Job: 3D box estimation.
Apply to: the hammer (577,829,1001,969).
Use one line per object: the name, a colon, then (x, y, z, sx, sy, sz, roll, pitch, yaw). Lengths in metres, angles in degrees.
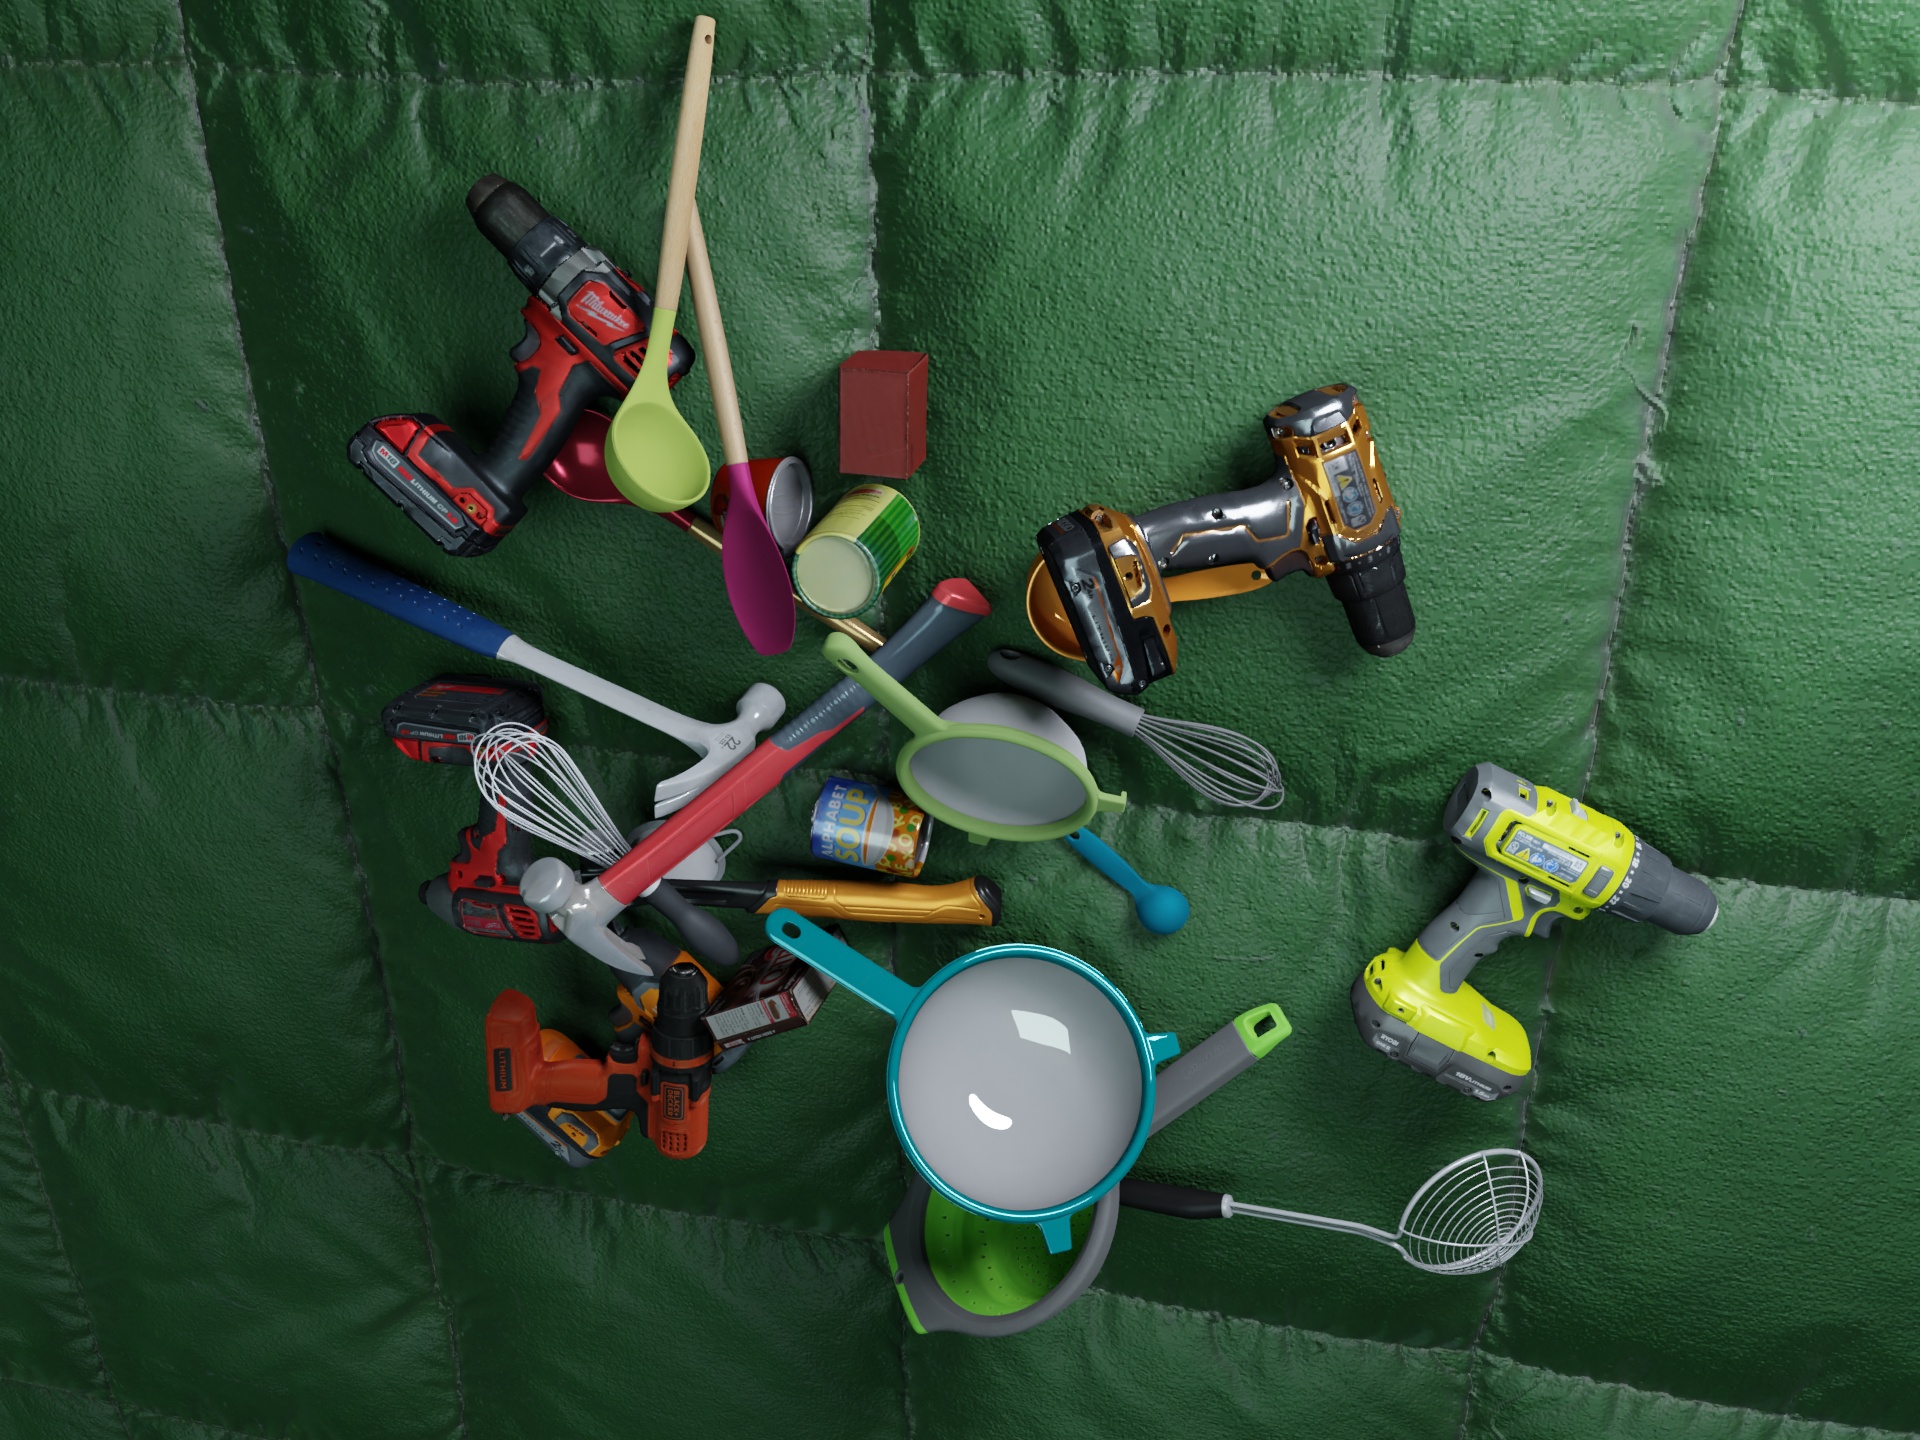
hammer: (-0.135, 0.149, 1.282, 0.337, 0.034, 0.127, 2, 126, 3)

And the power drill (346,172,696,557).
power drill: (-0.324, -0.247, 1.115, 0.226, 0.080, 0.188, -44, 99, 6)

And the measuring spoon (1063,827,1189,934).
measuring spoon: (0.124, 0.124, 1.236, 0.128, 0.021, 0.042, 40, 119, -8)

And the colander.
colander: (0.121, 0.369, 1.314, 0.397, 0.205, 0.094, -38, 133, 12)

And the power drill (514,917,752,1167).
power drill: (-0.305, 0.279, 1.402, 0.226, 0.084, 0.164, -40, 100, 24)

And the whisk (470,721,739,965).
whisk: (-0.263, 0.102, 1.208, 0.070, 0.070, 0.284, -25, 125, 25)

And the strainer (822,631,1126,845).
strainer: (-0.002, -0.004, 1.149, 0.151, 0.069, 0.256, -17, 135, 39)

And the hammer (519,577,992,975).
hammer: (-0.129, 0.037, 1.164, 0.386, 0.038, 0.143, -39, 140, -1)

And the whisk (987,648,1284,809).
whisk: (0.127, 0.004, 1.162, 0.239, 0.055, 0.055, 25, 120, 8)

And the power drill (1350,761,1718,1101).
power drill: (0.406, 0.160, 1.147, 0.190, 0.080, 0.228, 26, 117, 2)

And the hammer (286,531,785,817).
hammer: (-0.346, -0.050, 1.232, 0.405, 0.144, 0.035, 24, 134, 10)

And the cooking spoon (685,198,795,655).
cooking spoon: (-0.158, -0.202, 1.098, 0.069, 0.017, 0.319, -7, 96, 45)

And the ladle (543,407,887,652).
ladle: (-0.178, -0.133, 1.189, 0.315, 0.031, 0.069, 33, 111, -5)

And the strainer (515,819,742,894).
strainer: (-0.301, 0.134, 1.351, 0.258, 0.050, 0.086, -12, 126, 24)

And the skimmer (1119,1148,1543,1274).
skimmer: (0.288, 0.389, 1.320, 0.363, 0.090, 0.127, 1, 128, 26)

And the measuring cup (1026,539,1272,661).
measuring cup: (0.131, -0.097, 1.113, 0.173, 0.052, 0.095, -8, 110, 1)

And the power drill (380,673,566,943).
power drill: (-0.398, 0.078, 1.312, 0.143, 0.078, 0.219, 4, 113, 20)

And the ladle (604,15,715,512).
ladle: (-0.184, -0.298, 1.052, 0.062, 0.078, 0.320, 19, 103, 40)

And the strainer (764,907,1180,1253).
strainer: (-0.012, 0.256, 1.269, 0.340, 0.211, 0.095, 32, 161, 4)

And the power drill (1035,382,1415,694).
power drill: (0.185, -0.095, 1.049, 0.226, 0.084, 0.185, -24, 109, 0)
